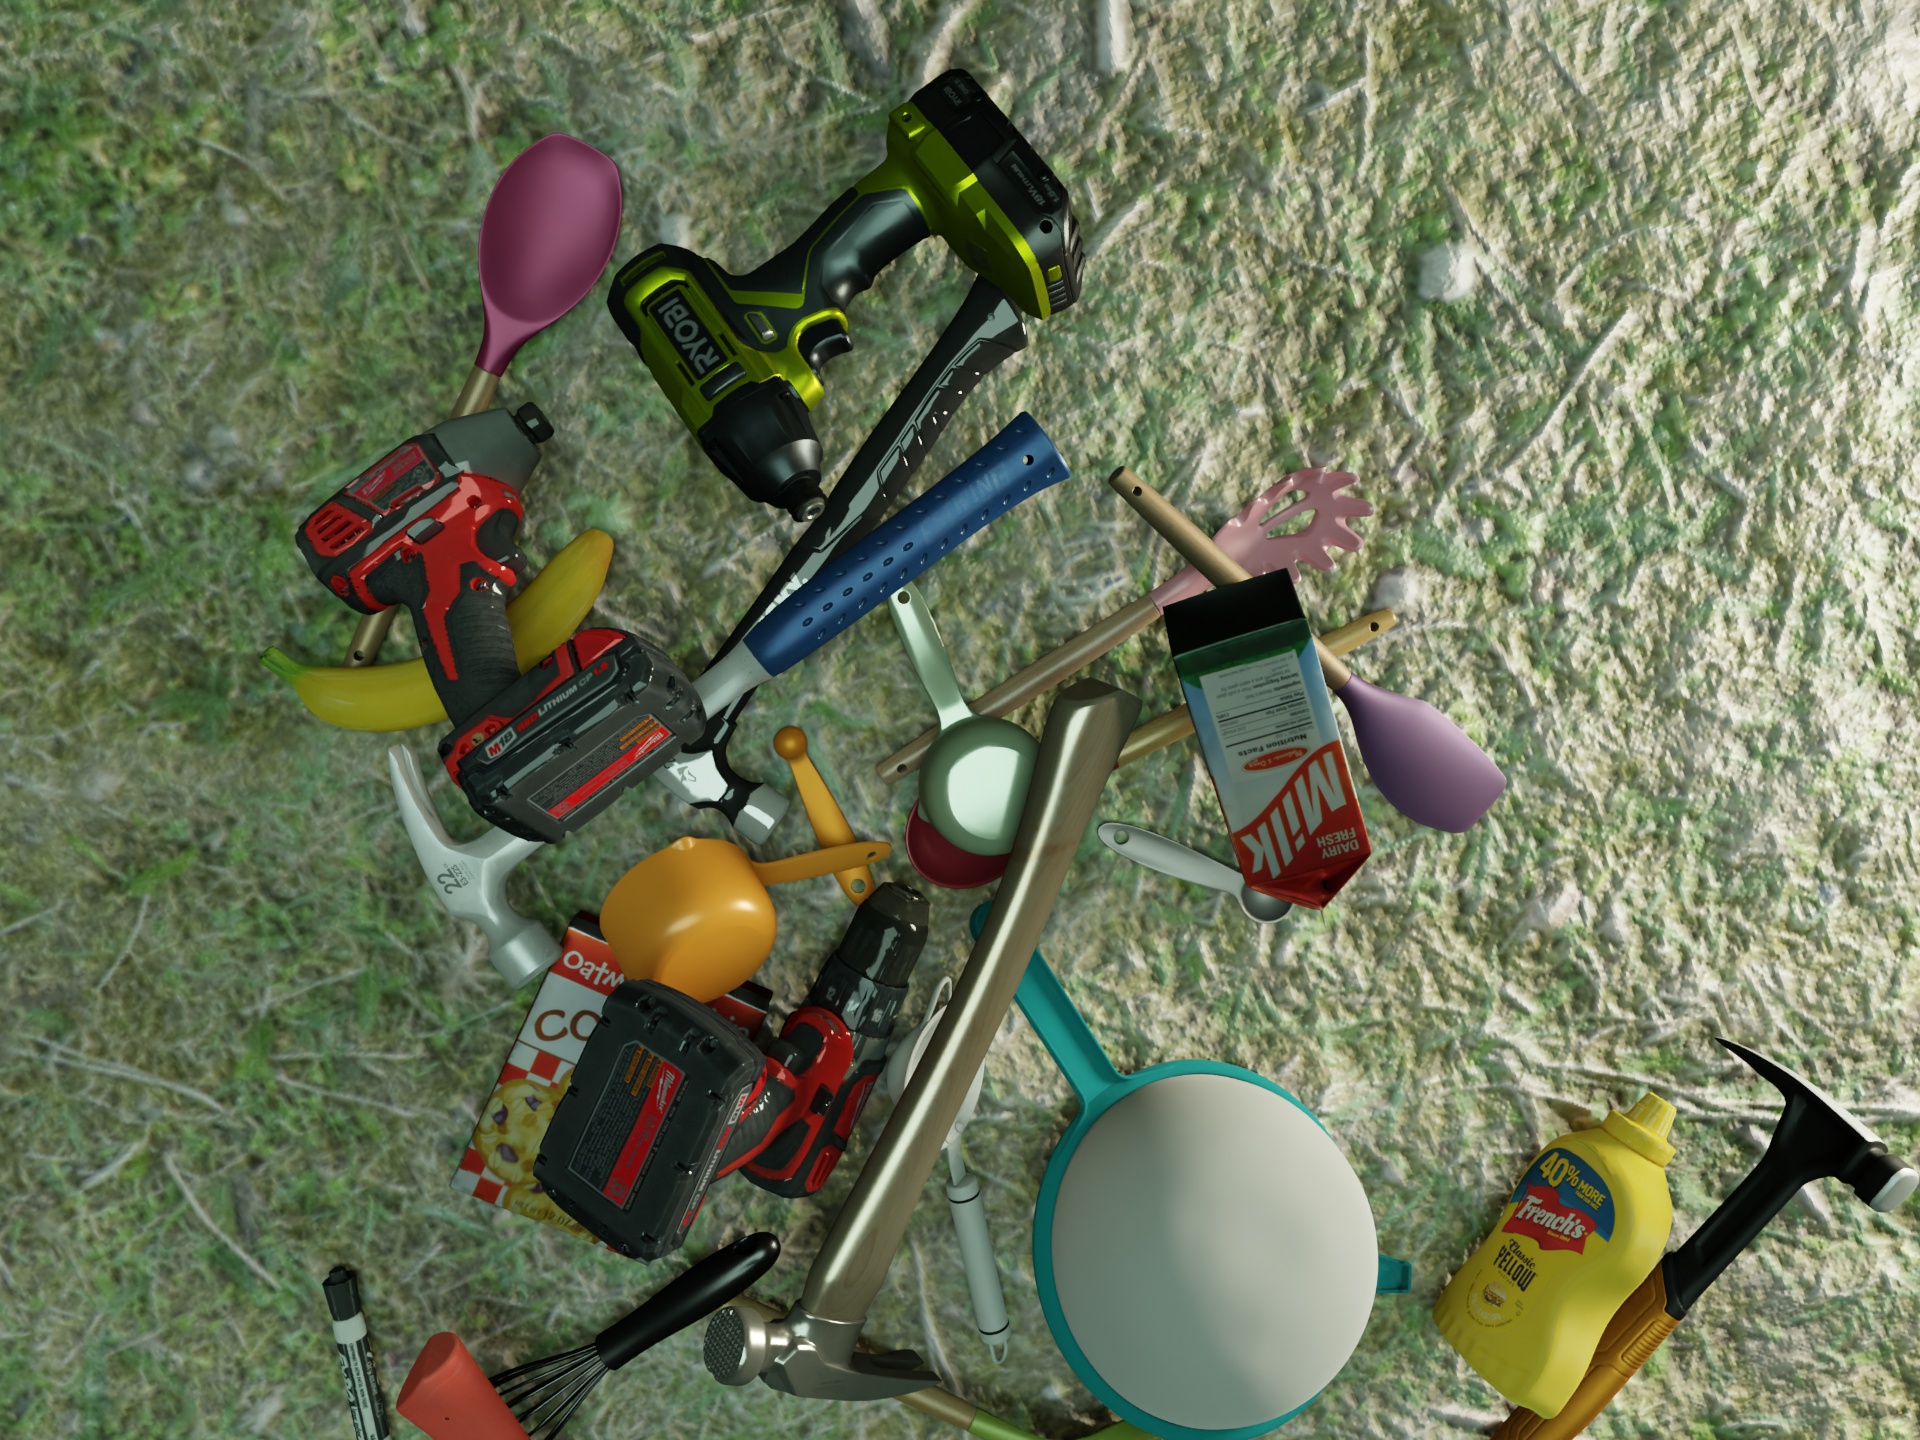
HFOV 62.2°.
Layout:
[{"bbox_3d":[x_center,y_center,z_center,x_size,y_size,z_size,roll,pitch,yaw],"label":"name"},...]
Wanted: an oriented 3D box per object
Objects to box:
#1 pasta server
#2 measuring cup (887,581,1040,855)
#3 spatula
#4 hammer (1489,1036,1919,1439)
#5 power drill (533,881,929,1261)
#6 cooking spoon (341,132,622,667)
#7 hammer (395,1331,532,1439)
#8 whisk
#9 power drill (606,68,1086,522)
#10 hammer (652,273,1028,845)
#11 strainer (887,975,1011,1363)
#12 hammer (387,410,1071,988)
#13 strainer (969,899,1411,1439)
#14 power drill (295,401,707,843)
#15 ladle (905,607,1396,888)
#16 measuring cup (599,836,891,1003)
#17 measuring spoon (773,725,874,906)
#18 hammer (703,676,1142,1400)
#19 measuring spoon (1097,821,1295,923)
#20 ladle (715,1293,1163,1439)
[{"bbox_3d":[0.089,-0.049,0.905,0.316,0.040,0.060,-32,111,1],"label":"pasta server"},{"bbox_3d":[-0.001,-0.003,0.869,0.083,0.038,0.167,-25,102,-5],"label":"measuring cup"},{"bbox_3d":[0.197,-0.036,0.902,0.315,0.018,0.060,40,95,-19],"label":"spatula"},{"bbox_3d":[0.409,0.352,0.960,0.034,0.127,0.337,26,105,-36],"label":"hammer"},{"bbox_3d":[-0.100,0.173,0.830,0.080,0.226,0.188,28,97,22],"label":"power drill"},{"bbox_3d":[-0.270,-0.168,0.871,0.068,0.017,0.319,24,94,-18],"label":"cooking spoon"},{"bbox_3d":[-0.205,0.487,0.910,0.149,0.037,0.358,-24,111,-1],"label":"hammer"},{"bbox_3d":[-0.203,0.366,0.919,0.239,0.055,0.055,-34,98,3],"label":"whisk"},{"bbox_3d":[-0.053,-0.219,0.832,0.223,0.080,0.171,-35,71,0],"label":"power drill"},{"bbox_3d":[-0.075,-0.106,0.883,0.146,0.035,0.335,35,91,-2],"label":"hammer"},{"bbox_3d":[-0.003,0.267,0.932,0.050,0.087,0.258,-2,107,34],"label":"strainer"},{"bbox_3d":[-0.120,-0.032,0.846,0.405,0.035,0.144,-37,94,2],"label":"hammer"},{"bbox_3d":[0.118,0.239,0.886,0.211,0.095,0.340,-32,87,-23],"label":"strainer"},{"bbox_3d":[-0.230,-0.060,0.804,0.143,0.078,0.220,-37,68,-3],"label":"power drill"},{"bbox_3d":[0.111,0.008,0.920,0.315,0.031,0.069,-26,101,-3],"label":"ladle"},{"bbox_3d":[-0.105,0.104,0.867,0.173,0.052,0.095,-12,137,-27],"label":"measuring cup"},{"bbox_3d":[-0.077,0.057,0.917,0.021,0.011,0.117,-25,98,-1],"label":"measuring spoon"},{"bbox_3d":[0.007,0.173,0.858,0.146,0.038,0.410,24,91,-38],"label":"hammer"},{"bbox_3d":[0.139,0.085,0.940,0.124,0.018,0.034,22,101,0],"label":"measuring spoon"},{"bbox_3d":[-0.016,0.400,0.954,0.320,0.062,0.078,25,103,0],"label":"ladle"}]
